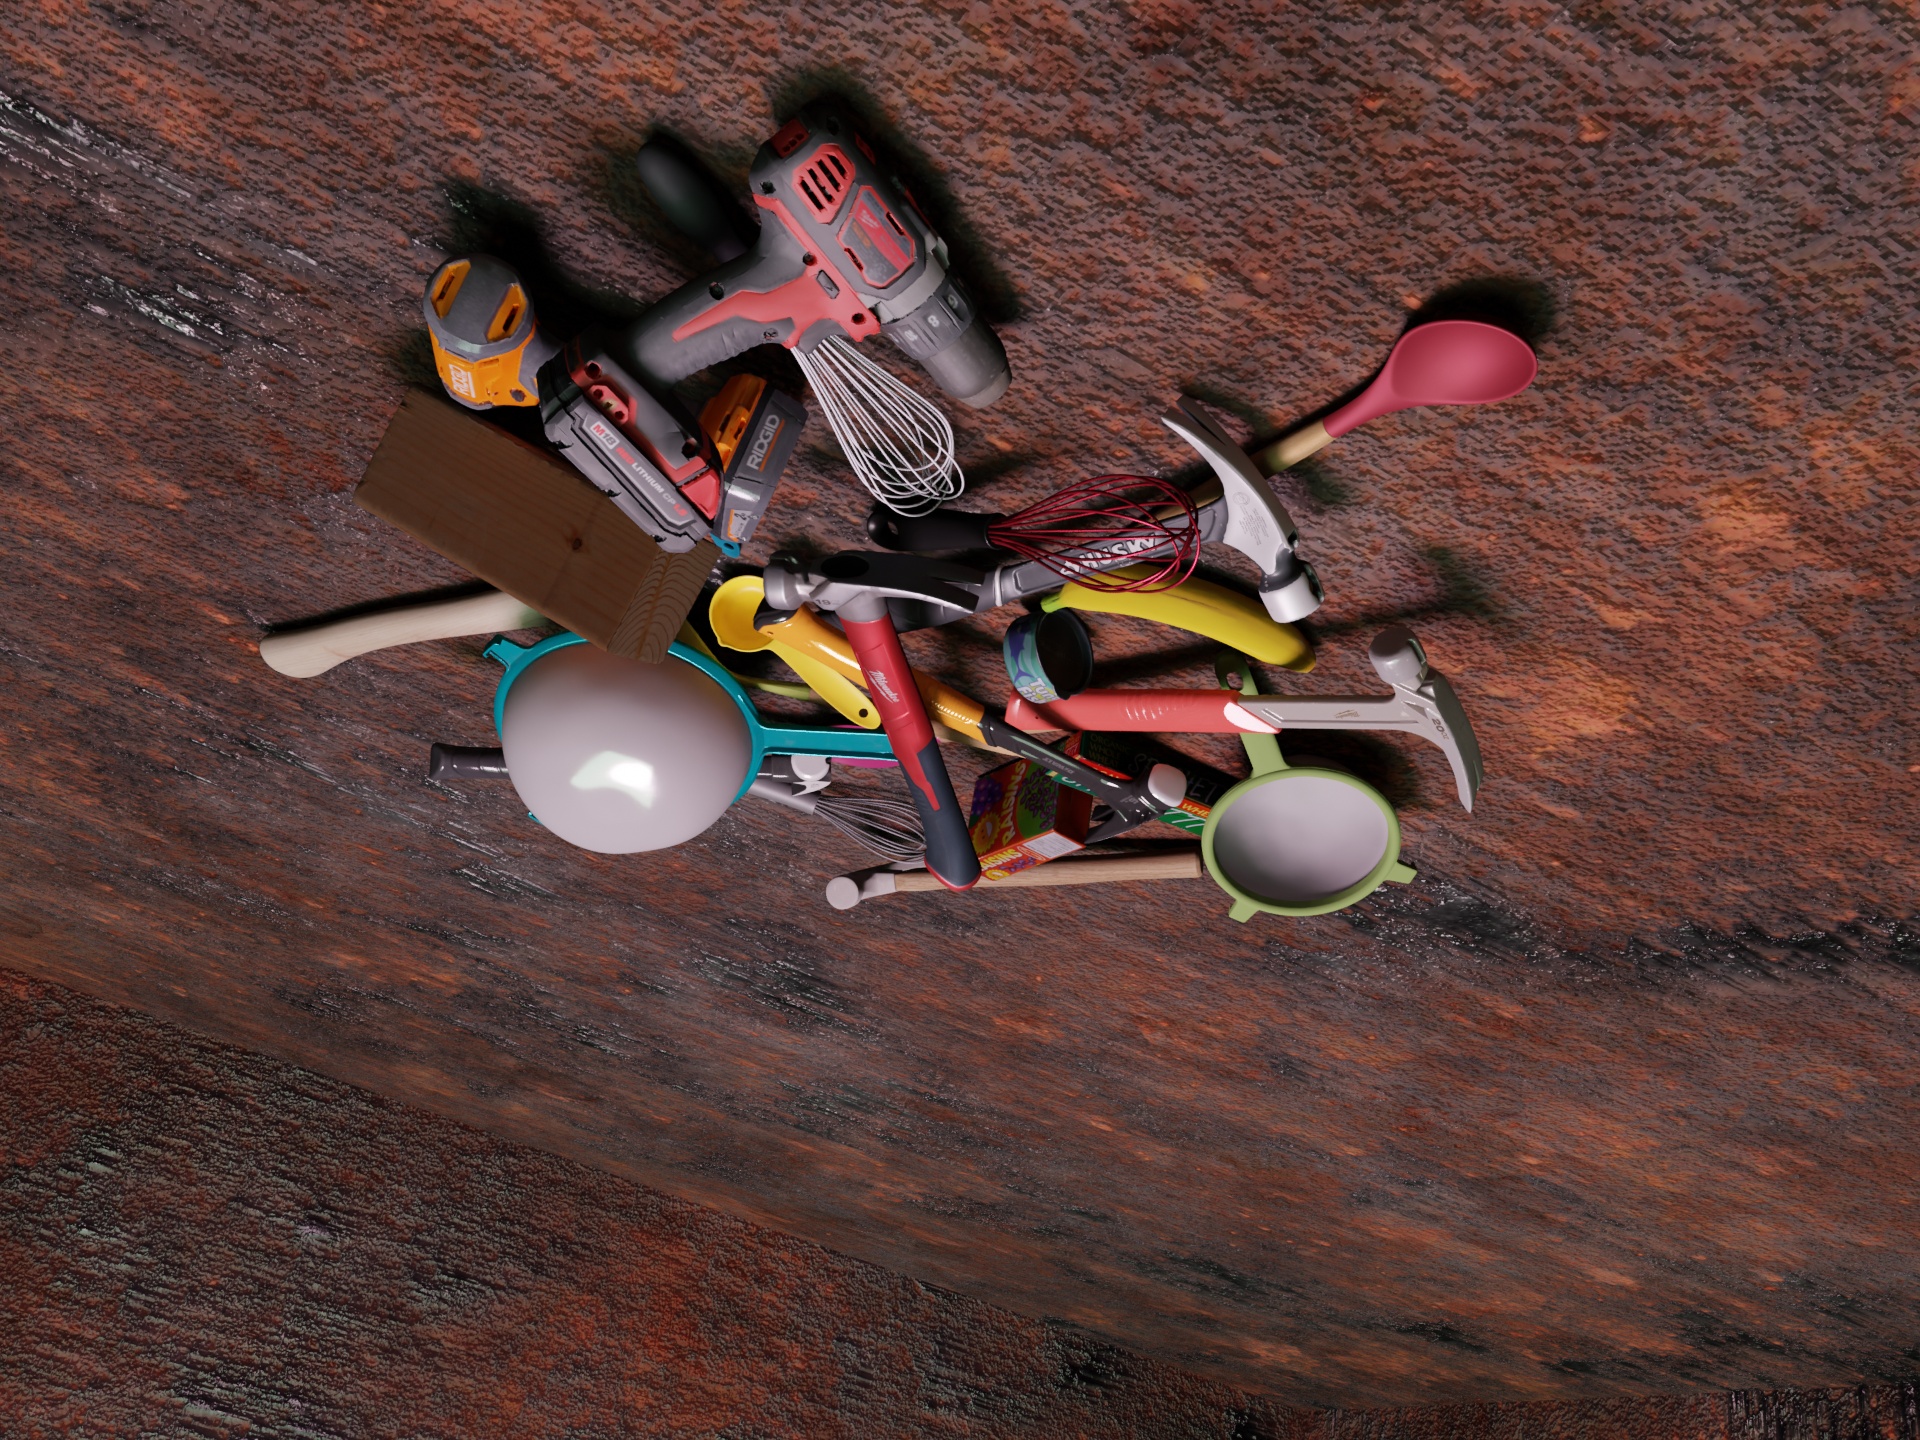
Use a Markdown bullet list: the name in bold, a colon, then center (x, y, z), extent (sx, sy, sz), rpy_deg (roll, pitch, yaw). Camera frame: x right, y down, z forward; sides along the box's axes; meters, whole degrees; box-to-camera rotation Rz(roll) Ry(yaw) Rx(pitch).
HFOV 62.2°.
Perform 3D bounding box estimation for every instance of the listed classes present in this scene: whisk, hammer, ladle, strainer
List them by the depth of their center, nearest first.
- **whisk**: center (-0.089, -0.225, 0.934), extent (0.070, 0.070, 0.284), rpy_deg (-12, 136, 36)
- **ladle**: center (0.201, -0.162, 0.943), extent (0.069, 0.031, 0.315), rpy_deg (33, 146, -24)
- **whisk**: center (0.037, -0.118, 0.991), extent (0.296, 0.073, 0.073), rpy_deg (9, 155, 48)
- **hammer**: center (0.039, -0.099, 1.073), extent (0.409, 0.036, 0.149), rpy_deg (-12, 116, 43)
- **hammer**: center (0.182, -0.001, 1.128), extent (0.359, 0.037, 0.149), rpy_deg (1, 139, 42)
- **hammer**: center (-0.020, 0.016, 1.145), extent (0.143, 0.038, 0.385), rpy_deg (6, 146, 18)
- **hammer**: center (-0.002, -0.004, 1.179), extent (0.336, 0.034, 0.127), rpy_deg (28, 153, -15)
- **strainer**: center (-0.197, 0.038, 1.210), extent (0.340, 0.095, 0.210), rpy_deg (2, 132, 4)
- **strainer**: center (0.244, 0.037, 1.222), extent (0.151, 0.069, 0.256), rpy_deg (-17, 121, 18)
- **ladle**: center (-0.090, -0.027, 1.251), extent (0.320, 0.062, 0.078), rpy_deg (15, 177, -8)
- **hammer**: center (-0.446, -0.088, 1.314), extent (0.411, 0.038, 0.146), rpy_deg (-7, 142, 31)
- **hammer**: center (-0.276, 0.038, 1.337), extent (0.334, 0.035, 0.146), rpy_deg (1, 172, -5)
- **whisk**: center (-0.131, 0.072, 1.439), extent (0.239, 0.055, 0.055), rpy_deg (20, 149, -1)
- **hammer**: center (0.054, 0.138, 1.442), extent (0.331, 0.031, 0.130), rpy_deg (-5, -179, 15)

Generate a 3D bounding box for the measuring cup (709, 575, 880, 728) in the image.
- **measuring cup**: center (-0.121, -0.047, 1.196), extent (0.156, 0.062, 0.029), rpy_deg (41, 178, -4)

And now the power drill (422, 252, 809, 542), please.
- **power drill**: center (-0.219, -0.196, 0.995), extent (0.226, 0.084, 0.164), rpy_deg (25, 168, -10)

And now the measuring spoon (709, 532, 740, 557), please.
- **measuring spoon**: center (-0.172, -0.154, 1.121), extent (0.042, 0.021, 0.128), rpy_deg (15, 159, 12)

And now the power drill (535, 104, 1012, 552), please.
- **power drill**: center (-0.097, -0.194, 0.871), extent (0.226, 0.080, 0.187), rpy_deg (-39, 125, 8)

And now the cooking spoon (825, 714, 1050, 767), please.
- **cooking spoon**: center (0.007, 0.008, 1.303), extent (0.319, 0.017, 0.068), rpy_deg (-7, 143, 31)
